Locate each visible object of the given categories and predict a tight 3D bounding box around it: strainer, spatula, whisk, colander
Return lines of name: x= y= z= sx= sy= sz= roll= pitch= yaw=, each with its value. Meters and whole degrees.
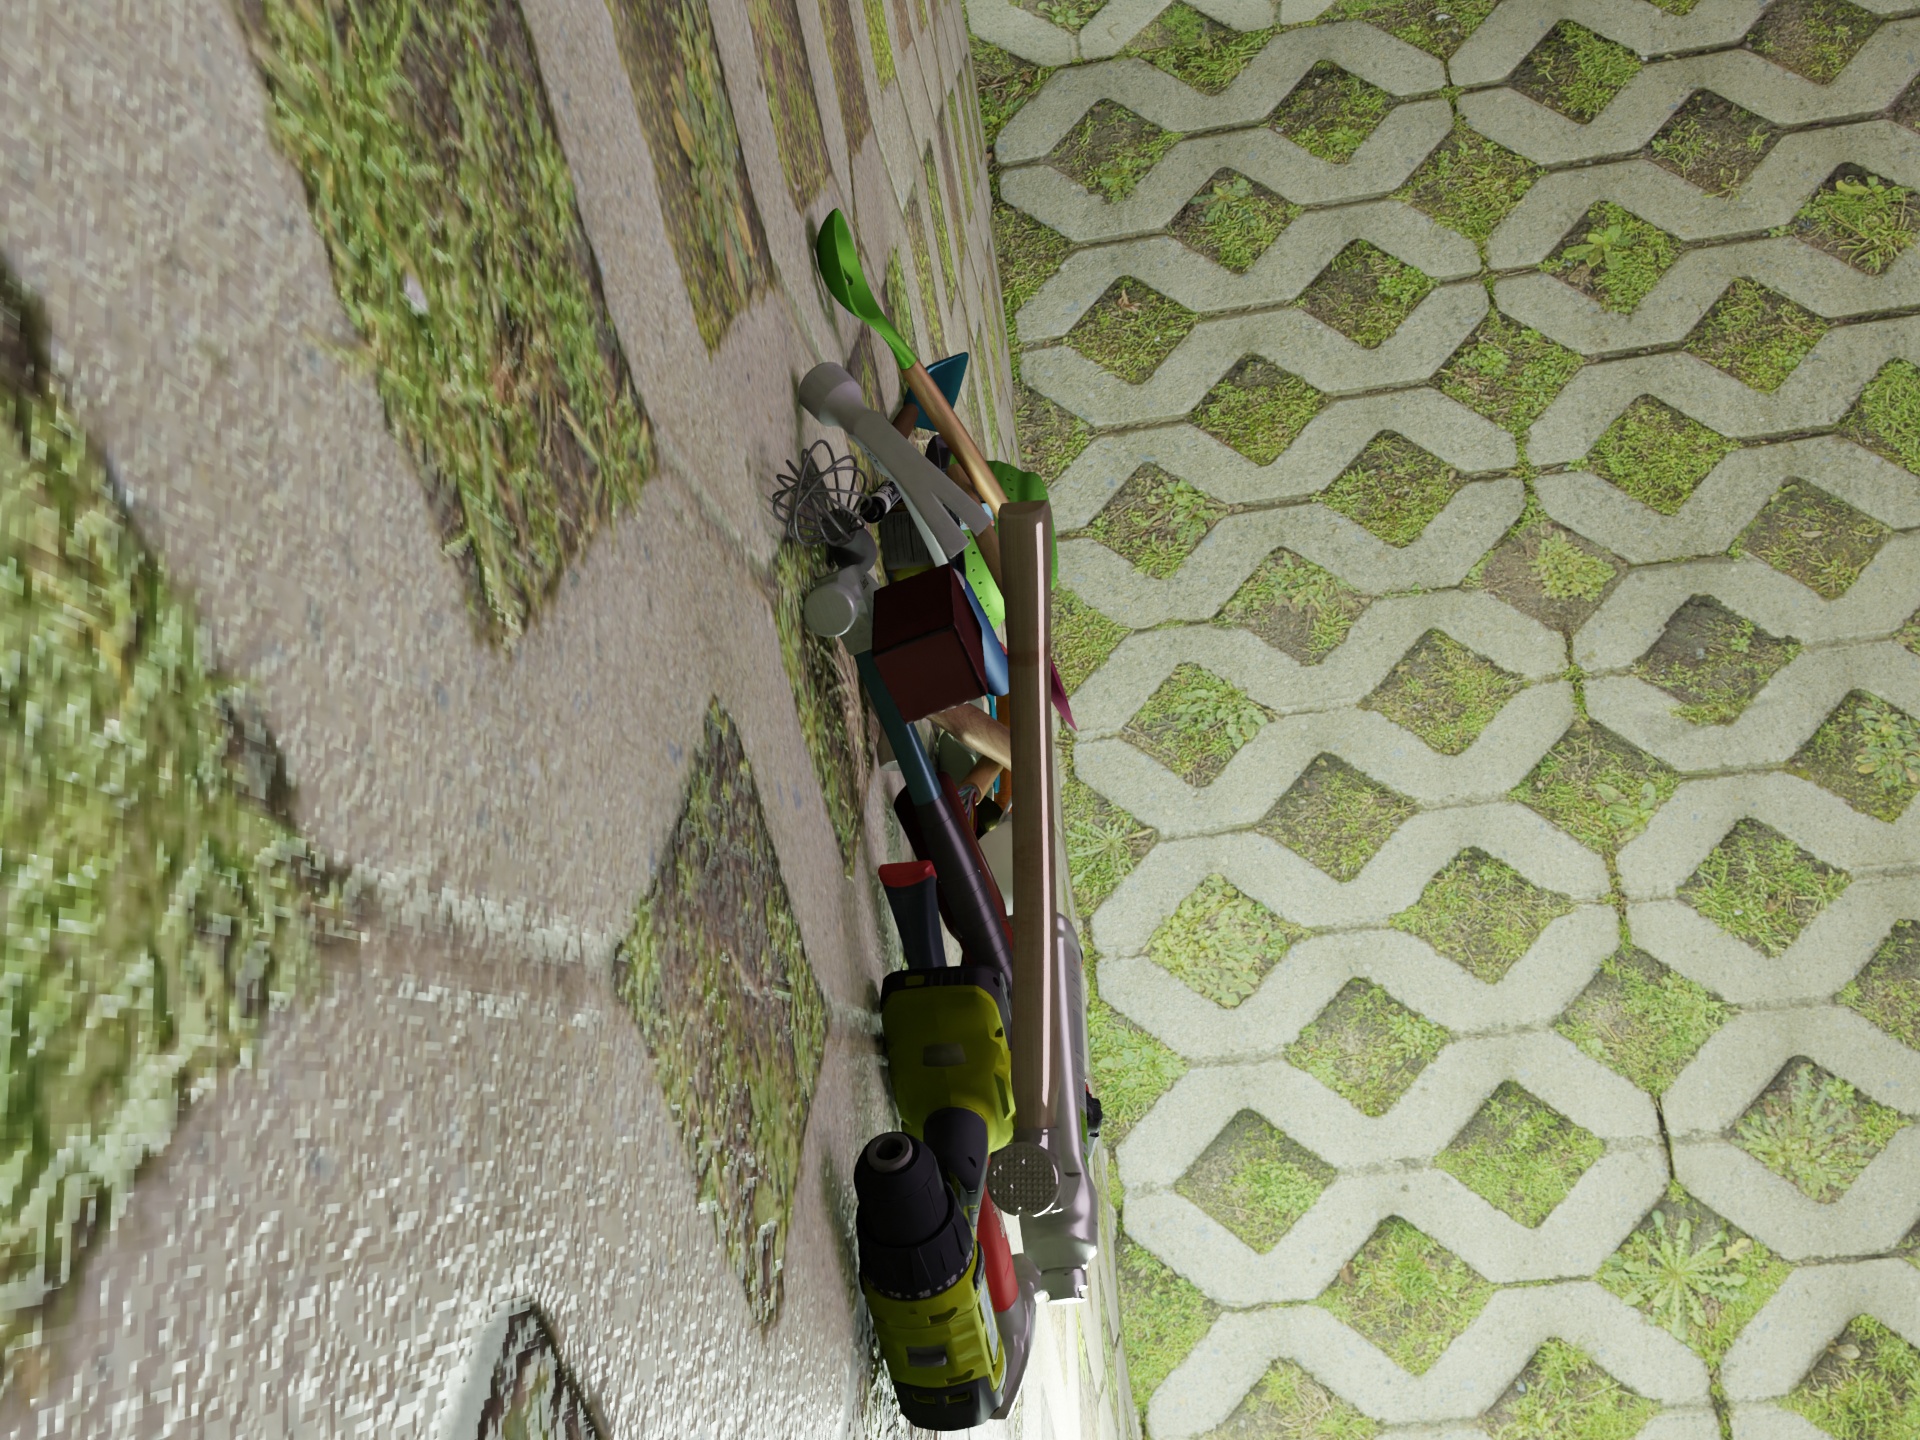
strainer: x=0.037 y=0.181 z=1.217 sx=0.087 sy=0.050 sz=0.258 roll=-166 pitch=-111 yaw=-70
spatula: x=-0.036 y=-0.265 z=1.398 sx=0.318 sy=0.044 sz=0.082 roll=-77 pitch=-174 yaw=-67
whisk: x=-0.071 y=-0.116 z=0.932 sx=0.239 sy=0.055 sz=0.055 roll=56 pitch=26 yaw=-85
colander: x=0.023 y=-0.133 z=1.389 sx=0.397 sy=0.094 sz=0.204 roll=-71 pitch=151 yaw=-63
whisk: x=0.005 y=0.067 z=1.255 sx=0.245 sy=0.047 sz=0.051 roll=-49 pitch=136 yaw=-71

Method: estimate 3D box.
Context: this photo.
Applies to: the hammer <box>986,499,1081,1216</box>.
hammer: x=0.043 y=0.072 z=0.928 sx=0.146 sy=0.038 sz=0.411 roll=54 pitch=34 yaw=-73

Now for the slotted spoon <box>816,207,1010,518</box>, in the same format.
slotted spoon: x=-0.027 y=-0.247 z=1.187 sx=0.313 sy=0.031 sz=0.070 roll=52 pitch=26 yaw=-42

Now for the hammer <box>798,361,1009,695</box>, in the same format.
hammer: x=-0.006 y=-0.099 z=1.116 sx=0.144 sy=0.035 sz=0.405 roll=47 pitch=-5 yaw=22

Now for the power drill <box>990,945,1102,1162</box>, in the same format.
power drill: x=0.063 y=0.316 z=1.376 sx=0.227 sy=0.080 sz=0.187 roll=-87 pitch=-172 yaw=-60

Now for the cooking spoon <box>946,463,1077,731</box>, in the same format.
cooking spoon: x=0.034 y=-0.103 z=1.178 sx=0.319 sy=0.017 sz=0.068 roll=-111 pitch=176 yaw=-47

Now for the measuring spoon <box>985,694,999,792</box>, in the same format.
measuring spoon: x=0.020 y=0.000 z=1.392 sx=0.042 sy=0.021 sz=0.128 roll=-24 pitch=110 yaw=-75

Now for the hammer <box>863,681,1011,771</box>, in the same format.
hammer: x=-0.002 y=-0.004 z=1.197 sx=0.331 sy=0.031 sz=0.130 roll=30 pitch=47 yaw=-68

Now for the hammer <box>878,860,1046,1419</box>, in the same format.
hammer: x=-0.002 y=0.276 z=1.065 sx=0.143 sy=0.038 sz=0.386 roll=-57 pitch=138 yaw=-64

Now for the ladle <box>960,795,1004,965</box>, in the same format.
ladle: x=-0.002 y=0.179 z=1.248 sx=0.320 sy=0.062 sz=0.078 roll=-80 pitch=175 yaw=-48

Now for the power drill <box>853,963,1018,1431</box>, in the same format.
power drill: x=-0.013 y=0.243 z=0.884 sx=0.229 sy=0.080 sz=0.190 roll=-82 pitch=164 yaw=-57

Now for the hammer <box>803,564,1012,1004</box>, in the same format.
hammer: x=-0.016 y=0.060 z=0.982 sx=0.128 sy=0.033 sz=0.331 roll=-73 pitch=143 yaw=-74

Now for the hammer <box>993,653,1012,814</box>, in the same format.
hammer: x=0.042 y=0.075 z=1.460 sx=0.127 sy=0.034 sz=0.337 roll=109 pitch=-13 yaw=-53

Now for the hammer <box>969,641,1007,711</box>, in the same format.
hammer: x=0.022 y=-0.061 z=1.704 sx=0.359 sy=0.036 sz=0.149 roll=18 pitch=64 yaw=-82

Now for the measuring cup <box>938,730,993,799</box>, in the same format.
measuring cup: x=-0.007 y=0.026 z=1.367 sx=0.167 sy=0.038 sz=0.083 roll=51 pitch=32 yaw=-67
